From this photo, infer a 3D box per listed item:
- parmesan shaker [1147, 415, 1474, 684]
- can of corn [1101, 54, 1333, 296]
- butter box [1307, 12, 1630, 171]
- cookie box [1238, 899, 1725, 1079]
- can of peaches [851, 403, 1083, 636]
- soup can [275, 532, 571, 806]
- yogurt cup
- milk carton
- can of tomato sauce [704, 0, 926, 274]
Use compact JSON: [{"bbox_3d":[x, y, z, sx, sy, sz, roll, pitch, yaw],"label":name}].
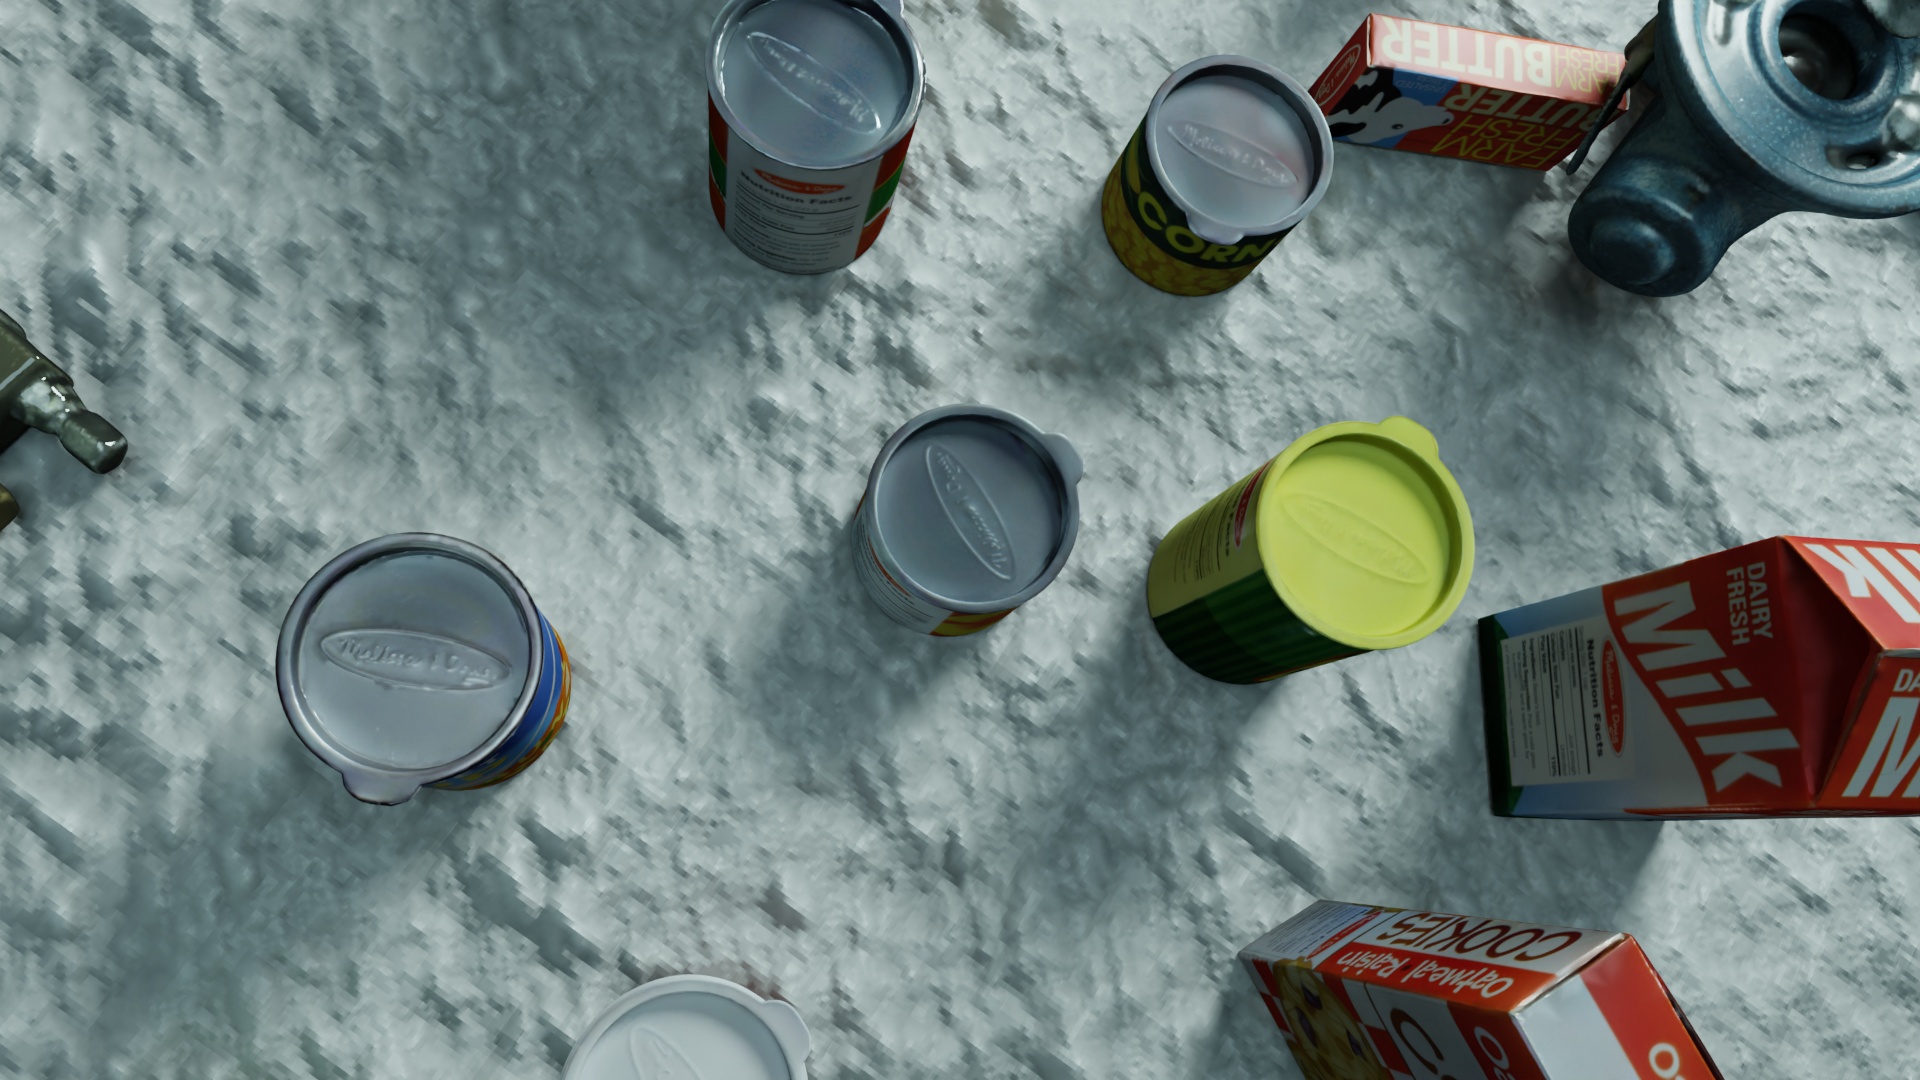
[{"bbox_3d":[0.108,0.006,0.442,0.071,0.103,0.071,2,78,-10],"label":"parmesan shaker"},{"bbox_3d":[0.088,-0.125,0.491,0.071,0.058,0.071,2,77,-10],"label":"can of corn"},{"bbox_3d":[0.189,-0.167,0.521,0.103,0.053,0.024,5,77,-9],"label":"butter box"},{"bbox_3d":[0.152,0.165,0.381,0.040,0.167,0.123,-27,84,-14],"label":"cookie box"},{"bbox_3d":[0.002,-0.006,0.449,0.071,0.058,0.071,2,77,-10],"label":"can of peaches"},{"bbox_3d":[-0.150,0.041,0.398,0.071,0.083,0.071,2,78,-10],"label":"soup can"},{"bbox_3d":[-0.079,0.158,0.400,0.072,0.054,0.072,2,77,-10],"label":"yogurt cup"},{"bbox_3d":[0.238,0.045,0.411,0.072,0.190,0.073,3,78,-9],"label":"milk carton"},{"bbox_3d":[-0.049,-0.135,0.456,0.071,0.083,0.071,2,78,-10],"label":"can of tomato sauce"}]
